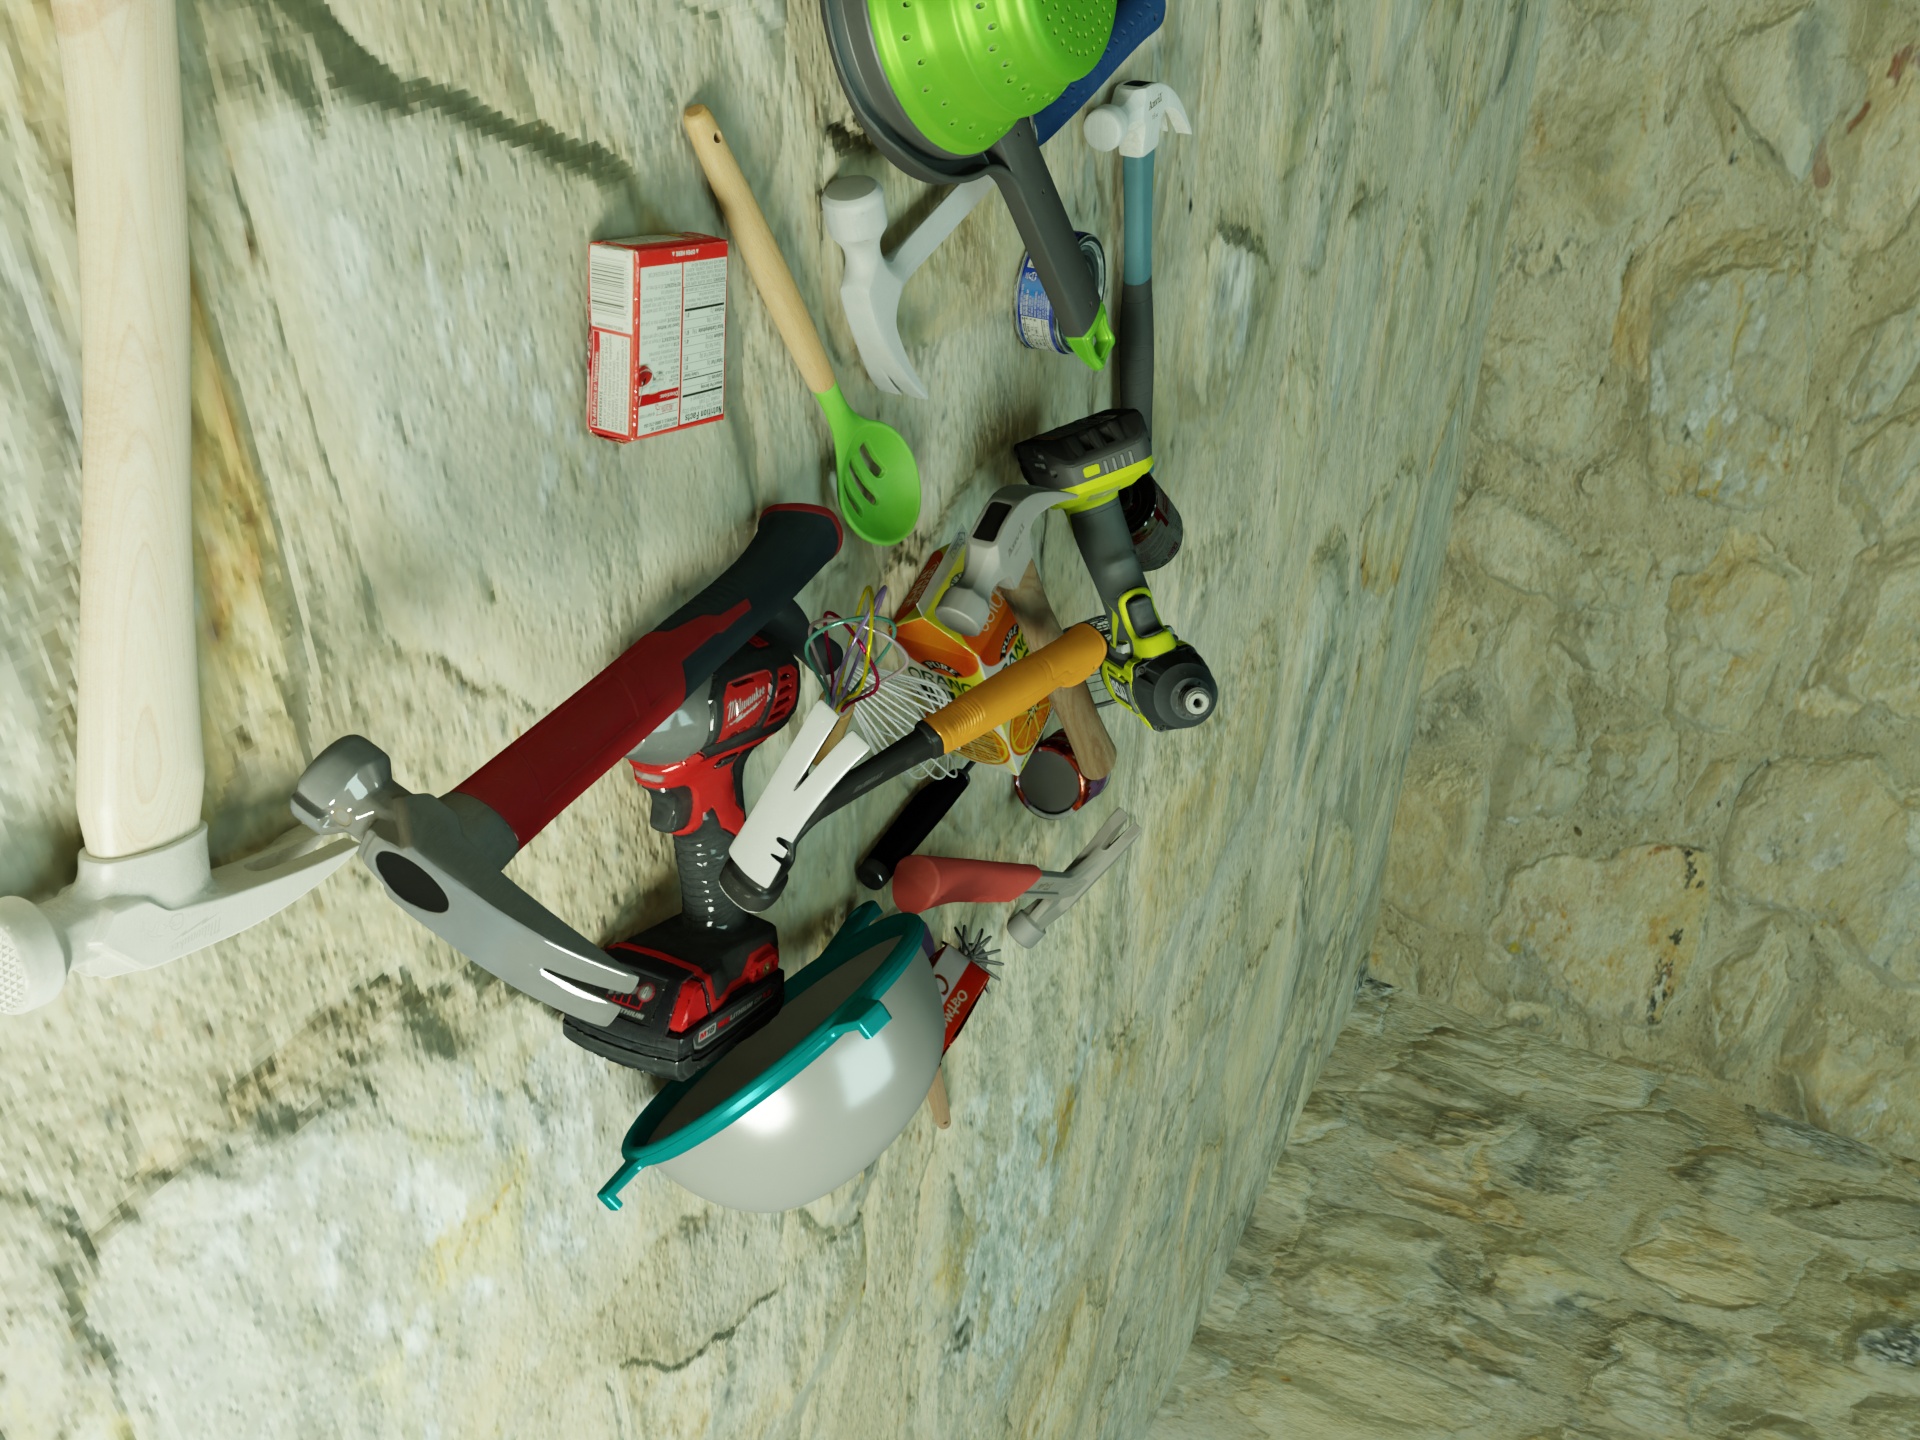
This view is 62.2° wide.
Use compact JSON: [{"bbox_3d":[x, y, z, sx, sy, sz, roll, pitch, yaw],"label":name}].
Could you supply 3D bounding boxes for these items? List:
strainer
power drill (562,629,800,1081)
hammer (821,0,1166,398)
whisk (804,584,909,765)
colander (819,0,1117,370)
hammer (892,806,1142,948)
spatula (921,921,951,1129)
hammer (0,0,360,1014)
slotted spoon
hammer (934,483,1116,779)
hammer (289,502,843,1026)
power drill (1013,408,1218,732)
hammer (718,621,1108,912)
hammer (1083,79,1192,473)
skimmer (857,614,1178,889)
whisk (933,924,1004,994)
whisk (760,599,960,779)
[{"bbox_3d":[-0.071,0.197,0.966,0.211,0.095,0.340,-36,-176,14],"label":"strainer"},{"bbox_3d":[-0.147,0.067,0.840,0.143,0.078,0.219,-25,124,-61],"label":"power drill"},{"bbox_3d":[0.036,-0.362,1.006,0.406,0.035,0.143,-56,151,-35],"label":"hammer"},{"bbox_3d":[-0.068,-0.013,0.891,0.051,0.047,0.245,-24,168,-17],"label":"whisk"},{"bbox_3d":[0.050,-0.345,0.891,0.396,0.094,0.205,55,51,-49],"label":"colander"},{"bbox_3d":[0.041,0.121,1.253,0.149,0.037,0.359,-48,160,9],"label":"hammer"},{"bbox_3d":[-0.033,0.253,1.269,0.060,0.018,0.315,-25,142,-12],"label":"spatula"},{"bbox_3d":[-0.261,-0.113,0.518,0.146,0.038,0.410,-29,130,-60],"label":"hammer"},{"bbox_3d":[-0.082,-0.203,0.863,0.070,0.031,0.313,-63,153,-22],"label":"slotted spoon"},{"bbox_3d":[0.064,-0.046,1.095,0.130,0.031,0.331,-64,154,-19],"label":"hammer"},{"bbox_3d":[-0.126,-0.014,0.738,0.038,0.143,0.386,-53,-179,32],"label":"hammer"},{"bbox_3d":[0.119,-0.103,1.135,0.171,0.080,0.223,-130,-161,-76],"label":"power drill"},{"bbox_3d":[-0.001,-0.003,0.899,0.337,0.034,0.127,-30,158,-53],"label":"hammer"},{"bbox_3d":[0.139,-0.335,1.253,0.128,0.033,0.330,-50,148,-40],"label":"hammer"},{"bbox_3d":[0.052,0.028,1.228,0.363,0.090,0.127,-48,177,-41],"label":"skimmer"},{"bbox_3d":[0.008,0.187,1.228,0.239,0.055,0.055,78,31,-82],"label":"whisk"},{"bbox_3d":[-0.064,-0.024,0.988,0.284,0.070,0.070,39,69,-60],"label":"whisk"}]
